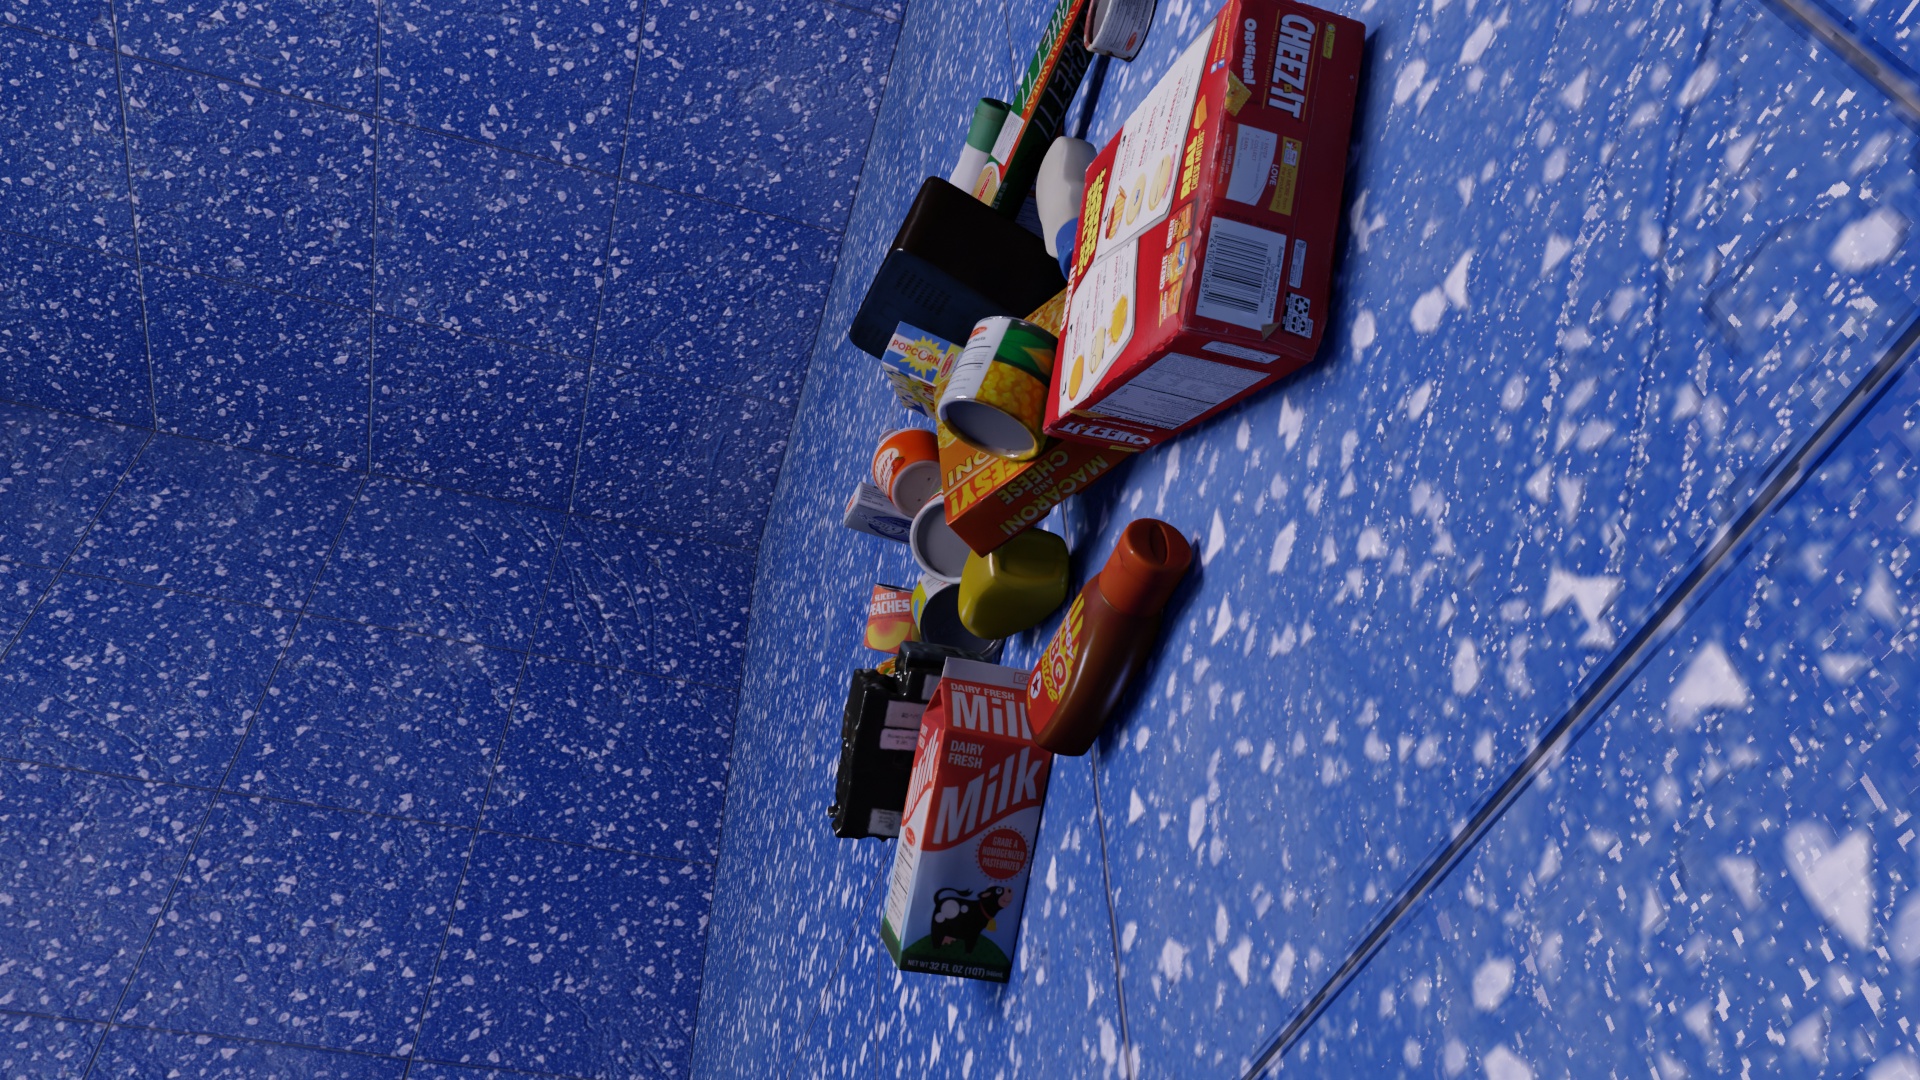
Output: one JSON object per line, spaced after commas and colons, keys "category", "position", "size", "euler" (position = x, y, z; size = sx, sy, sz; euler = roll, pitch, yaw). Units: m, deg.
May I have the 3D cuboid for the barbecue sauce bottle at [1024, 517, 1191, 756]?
{"category": "barbecue sauce bottle", "position": [0.077, 0.050, 0.738], "size": [0.065, 0.044, 0.147], "euler": [-89, 16, -44]}

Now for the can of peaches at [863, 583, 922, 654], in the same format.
{"category": "can of peaches", "position": [-0.052, 0.072, 1.247], "size": [0.071, 0.071, 0.058], "euler": [-168, 89, -78]}

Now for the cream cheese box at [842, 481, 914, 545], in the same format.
{"category": "cream cheese box", "position": [-0.049, -0.018, 1.240], "size": [0.053, 0.104, 0.024], "euler": [127, 157, -61]}

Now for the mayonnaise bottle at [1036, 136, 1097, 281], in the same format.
{"category": "mayonnaise bottle", "position": [0.083, -0.233, 0.997], "size": [0.149, 0.041, 0.064], "euler": [-95, 19, -50]}

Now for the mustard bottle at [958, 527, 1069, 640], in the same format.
{"category": "mustard bottle", "position": [0.028, 0.036, 0.937], "size": [0.159, 0.065, 0.049], "euler": [123, 152, -68]}

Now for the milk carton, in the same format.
{"category": "milk carton", "position": [0.006, 0.172, 0.880], "size": [0.073, 0.072, 0.190], "euler": [-177, 98, -78]}

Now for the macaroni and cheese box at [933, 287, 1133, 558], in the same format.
{"category": "macaroni and cheese box", "position": [0.045, -0.079, 0.889], "size": [0.123, 0.040, 0.167], "euler": [-35, 31, 20]}

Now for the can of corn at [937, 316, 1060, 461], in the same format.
{"category": "can of corn", "position": [0.029, -0.086, 0.807], "size": [0.058, 0.071, 0.071], "euler": [-66, 7, -22]}

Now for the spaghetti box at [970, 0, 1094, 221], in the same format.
{"category": "spaghetti box", "position": [0.069, -0.356, 1.098], "size": [0.249, 0.029, 0.050], "euler": [-63, 26, 20]}

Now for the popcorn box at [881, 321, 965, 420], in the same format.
{"category": "popcorn box", "position": [-0.010, -0.123, 1.108], "size": [0.038, 0.085, 0.126], "euler": [-64, -10, -7]}

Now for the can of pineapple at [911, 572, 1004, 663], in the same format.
{"category": "can of pineapple", "position": [-0.001, 0.056, 1.042], "size": [0.058, 0.071, 0.071], "euler": [-121, 44, -73]}

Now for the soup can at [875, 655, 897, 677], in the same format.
{"category": "soup can", "position": [-0.045, 0.142, 1.144], "size": [0.084, 0.071, 0.071], "euler": [-101, 26, -62]}

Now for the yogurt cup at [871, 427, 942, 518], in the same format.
{"category": "yogurt cup", "position": [-0.036, -0.053, 1.150], "size": [0.054, 0.072, 0.072], "euler": [-118, 41, -59]}

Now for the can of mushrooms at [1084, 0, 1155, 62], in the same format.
{"category": "can of mushrooms", "position": [0.116, -0.386, 1.008], "size": [0.071, 0.033, 0.071], "euler": [-167, 88, -78]}

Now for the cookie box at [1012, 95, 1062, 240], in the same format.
{"category": "cookie box", "position": [0.048, -0.296, 1.216], "size": [0.122, 0.040, 0.168], "euler": [128, 152, -64]}

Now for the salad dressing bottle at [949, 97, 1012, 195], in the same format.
{"category": "salad dressing bottle", "position": [0.012, -0.301, 1.188], "size": [0.064, 0.044, 0.147], "euler": [-98, 24, -58]}

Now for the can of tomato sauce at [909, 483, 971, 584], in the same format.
{"category": "can of tomato sauce", "position": [0.004, -0.013, 1.023], "size": [0.083, 0.071, 0.071], "euler": [-54, -19, -70]}
